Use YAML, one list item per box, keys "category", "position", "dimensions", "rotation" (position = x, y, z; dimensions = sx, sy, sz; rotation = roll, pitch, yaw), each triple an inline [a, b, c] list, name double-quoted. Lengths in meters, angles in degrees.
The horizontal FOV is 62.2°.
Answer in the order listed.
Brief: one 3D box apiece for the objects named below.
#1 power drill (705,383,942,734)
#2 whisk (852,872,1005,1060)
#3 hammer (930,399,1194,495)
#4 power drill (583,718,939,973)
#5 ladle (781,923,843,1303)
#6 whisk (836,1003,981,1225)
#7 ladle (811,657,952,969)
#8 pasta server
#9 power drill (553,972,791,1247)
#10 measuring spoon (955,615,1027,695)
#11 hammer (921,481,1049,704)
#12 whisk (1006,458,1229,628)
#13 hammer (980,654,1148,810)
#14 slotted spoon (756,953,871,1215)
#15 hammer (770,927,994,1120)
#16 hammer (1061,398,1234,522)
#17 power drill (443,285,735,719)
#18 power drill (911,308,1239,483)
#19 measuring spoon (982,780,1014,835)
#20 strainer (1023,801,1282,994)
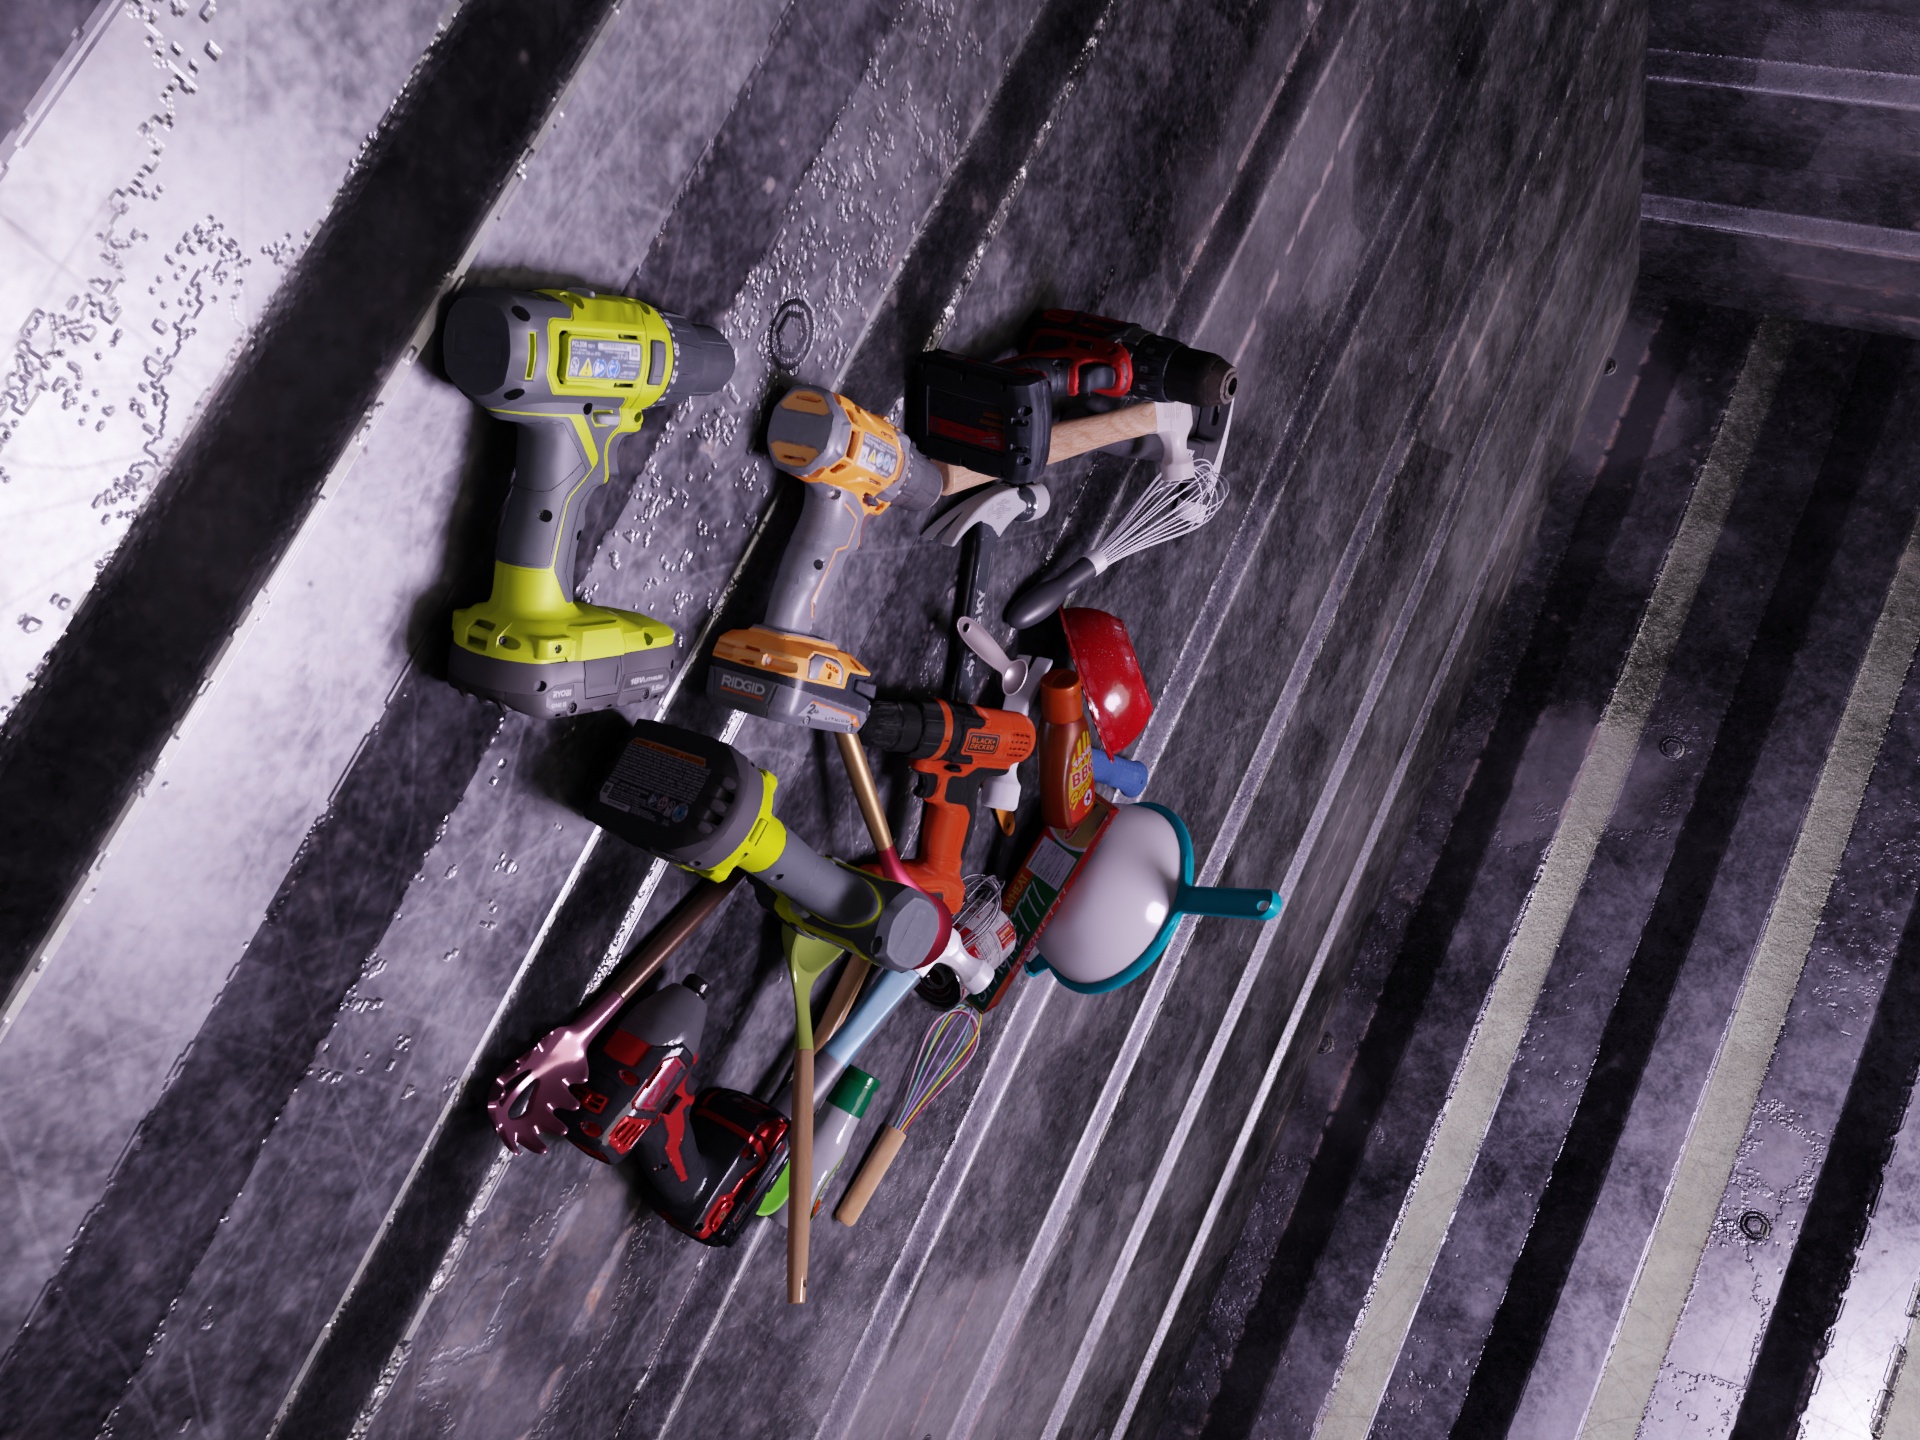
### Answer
- category: "power drill"
  position: [-0.087, -0.108, 1.135]
  dimensions: [0.185, 0.084, 0.226]
  rotation: [11, 93, -63]
- category: "whisk"
  position: [-0.044, 0.228, 1.423]
  dimensions: [0.239, 0.055, 0.055]
  rotation: [-47, 148, -10]
- category: "hammer"
  position: [0.094, -0.244, 1.364]
  dimensions: [0.331, 0.031, 0.130]
  rotation: [-23, 111, -43]
- category: "power drill"
  position: [-0.137, 0.089, 1.072]
  dimensions: [0.223, 0.171, 0.080]
  rotation: [42, 70, -44]
- category: "ladle"
  position: [-0.111, 0.282, 1.234]
  dimensions: [0.078, 0.062, 0.320]
  rotation: [43, 42, -59]
- category: "whisk"
  position: [-0.049, 0.382, 1.557]
  dimensions: [0.245, 0.047, 0.051]
  rotation: [-58, 151, -16]
- category: "ladle"
  position: [-0.067, 0.078, 1.267]
  dimensions: [0.069, 0.031, 0.315]
  rotation: [-24, 118, -14]
- category: "pasta server"
  position: [-0.220, 0.176, 1.119]
  dimensions: [0.316, 0.040, 0.060]
  rotation: [-48, 122, -38]
- category: "power drill"
  position: [-0.205, 0.290, 1.185]
  dimensions: [0.143, 0.079, 0.219]
  rotation: [-56, 146, -26]
- category: "measuring spoon"
  position: [0.022, -0.059, 1.358]
  dimensions: [0.034, 0.018, 0.124]
  rotation: [-59, 143, -9]
- category: "hammer"
  position: [-0.002, -0.004, 1.396]
  dimensions: [0.149, 0.036, 0.408]
  rotation: [-23, 127, -53]
- category: "whisk"
  position: [0.149, -0.165, 1.501]
  dimensions: [0.284, 0.070, 0.070]
  rotation: [-37, 140, -25]
- category: "hammer"
  position: [0.120, 0.034, 1.612]
  dimensions: [0.405, 0.035, 0.144]
  rotation: [19, 83, -66]
- category: "slotted spoon"
  position: [-0.116, 0.274, 1.380]
  dimensions: [0.070, 0.031, 0.314]
  rotation: [38, 70, -40]
- category: "hammer"
  position: [-0.115, 0.296, 1.337]
  dimensions: [0.128, 0.033, 0.331]
  rotation: [45, 70, -13]
- category: "hammer"
  position: [0.185, -0.275, 1.556]
  dimensions: [0.334, 0.035, 0.146]
  rotation: [-6, 114, -59]
- category: "power drill"
  position: [-0.207, -0.127, 0.905]
  dimensions: [0.190, 0.080, 0.228]
  rotation: [-15, 118, -57]
- category: "power drill"
  position: [0.090, -0.259, 1.239]
  dimensions: [0.227, 0.188, 0.080]
  rotation: [-33, 135, -43]
- category: "measuring spoon"
  position: [0.037, 0.083, 1.552]
  dimensions: [0.021, 0.011, 0.116]
  rotation: [-60, 154, -22]
- category: "strainer"
  position: [0.164, 0.160, 1.558]
  dimensions: [0.095, 0.340, 0.211]
  rotation: [30, 71, -29]
